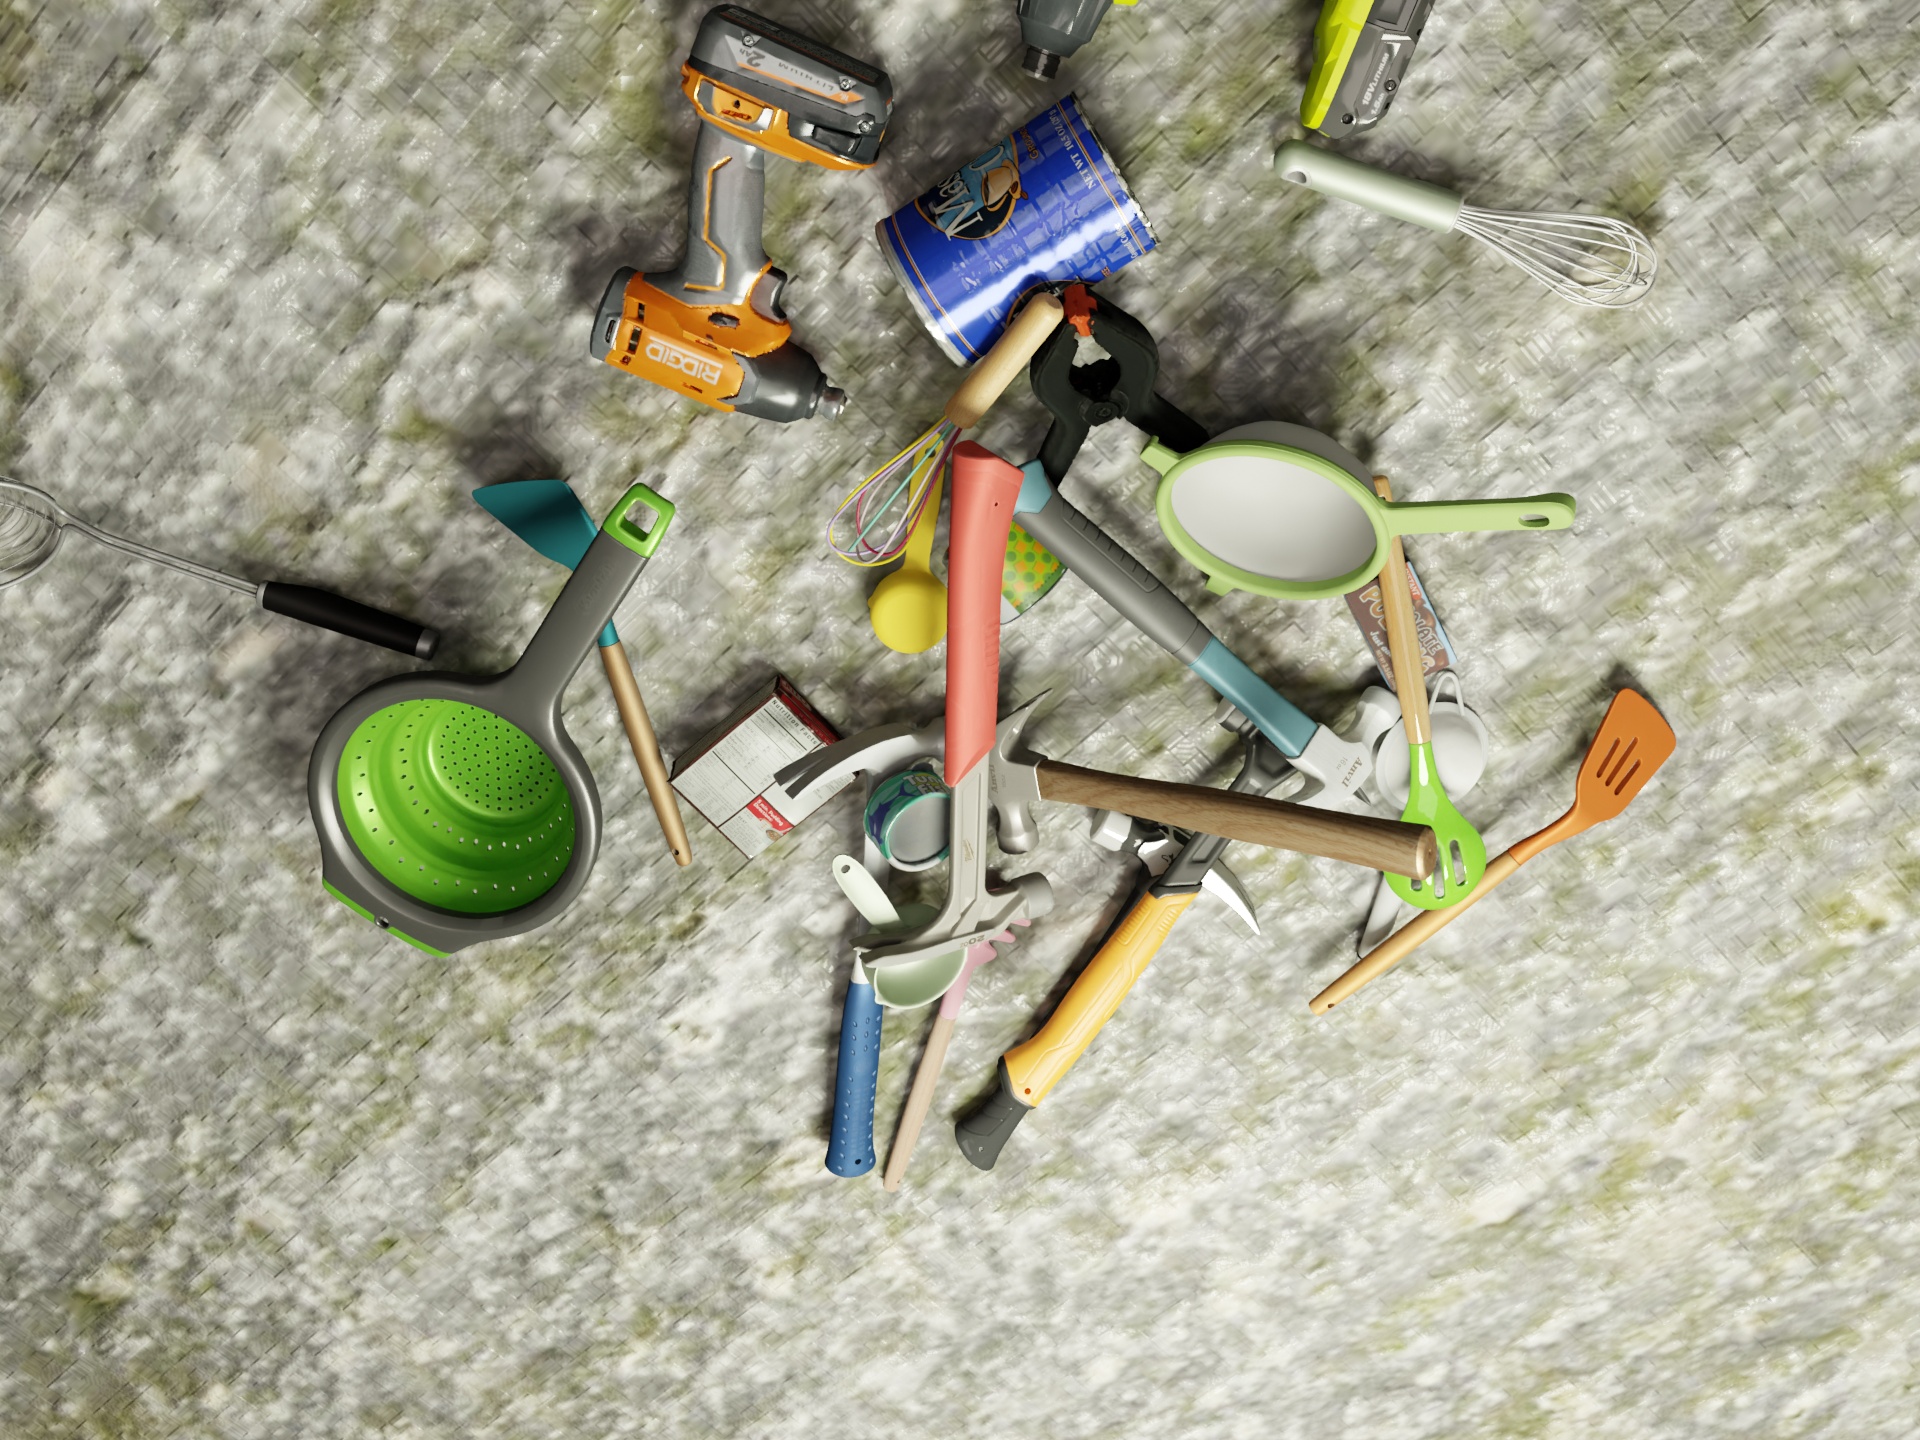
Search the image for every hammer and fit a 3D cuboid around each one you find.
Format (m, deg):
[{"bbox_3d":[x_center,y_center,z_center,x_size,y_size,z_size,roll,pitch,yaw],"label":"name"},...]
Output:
[{"bbox_3d":[0.148,-0.057,1.050,0.330,0.033,0.128,39,76,-16],"label":"hammer"},{"bbox_3d":[0.150,0.054,1.048,0.331,0.031,0.130,10,124,36],"label":"hammer"},{"bbox_3d":[0.145,0.143,1.132,0.127,0.034,0.337,36,95,-10],"label":"hammer"},{"bbox_3d":[-0.002,-0.003,1.031,0.149,0.037,0.358,-13,122,-24],"label":"hammer"},{"bbox_3d":[-0.075,0.184,1.191,0.144,0.035,0.405,-10,123,-27],"label":"hammer"},{"bbox_3d":[0.093,0.223,1.221,0.146,0.035,0.334,27,113,-8],"label":"hammer"}]

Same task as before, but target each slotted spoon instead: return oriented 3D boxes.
[{"bbox_3d":[0.302,-0.010,1.066,0.070,0.031,0.313,-10,106,12],"label":"slotted spoon"}]

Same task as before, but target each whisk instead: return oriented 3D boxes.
[{"bbox_3d":[-0.009,-0.175,0.994,0.047,0.051,0.245,48,131,3],"label":"whisk"},{"bbox_3d":[0.308,-0.307,0.968,0.246,0.058,0.059,18,80,-2],"label":"whisk"}]

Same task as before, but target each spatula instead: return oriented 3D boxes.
[{"bbox_3d":[0.373,0.107,1.139,0.081,0.041,0.322,35,112,-31],"label":"spatula"},{"bbox_3d":[-0.247,-0.027,1.121,0.082,0.044,0.317,-2,118,26],"label":"spatula"}]

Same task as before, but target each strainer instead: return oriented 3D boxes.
[{"bbox_3d":[0.325,0.090,1.147,0.087,0.050,0.258,2,119,-14],"label":"strainer"},{"bbox_3d":[0.249,-0.145,0.985,0.256,0.069,0.151,2,148,32],"label":"strainer"}]

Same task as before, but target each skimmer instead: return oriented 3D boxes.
[{"bbox_3d":[-0.549,-0.083,1.087,0.363,0.090,0.127,18,146,-8],"label":"skimmer"}]

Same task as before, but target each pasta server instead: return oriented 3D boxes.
[{"bbox_3d":[-0.012,0.254,1.239,0.040,0.060,0.316,35,121,31],"label":"pasta server"}]

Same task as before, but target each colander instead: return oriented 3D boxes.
[{"bbox_3d":[-0.298,-0.012,1.097,0.204,0.095,0.397,34,114,-10],"label":"colander"}]

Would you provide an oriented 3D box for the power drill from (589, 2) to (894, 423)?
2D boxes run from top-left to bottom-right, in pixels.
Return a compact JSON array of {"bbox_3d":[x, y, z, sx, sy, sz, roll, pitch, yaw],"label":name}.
[{"bbox_3d":[-0.119,-0.295,0.975,0.164,0.084,0.226,22,118,-7],"label":"power drill"}]

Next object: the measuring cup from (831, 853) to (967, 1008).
[{"bbox_3d":[-0.055,0.139,1.128,0.083,0.038,0.167,-38,129,-7],"label":"measuring cup"}]

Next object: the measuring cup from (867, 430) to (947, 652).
[{"bbox_3d":[-0.029,-0.117,1.075,0.062,0.029,0.156,8,116,0],"label":"measuring cup"}]

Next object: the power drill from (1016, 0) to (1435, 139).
[{"bbox_3d":[0.150,-0.423,0.905,0.223,0.080,0.171,20,113,-2],"label":"power drill"}]
